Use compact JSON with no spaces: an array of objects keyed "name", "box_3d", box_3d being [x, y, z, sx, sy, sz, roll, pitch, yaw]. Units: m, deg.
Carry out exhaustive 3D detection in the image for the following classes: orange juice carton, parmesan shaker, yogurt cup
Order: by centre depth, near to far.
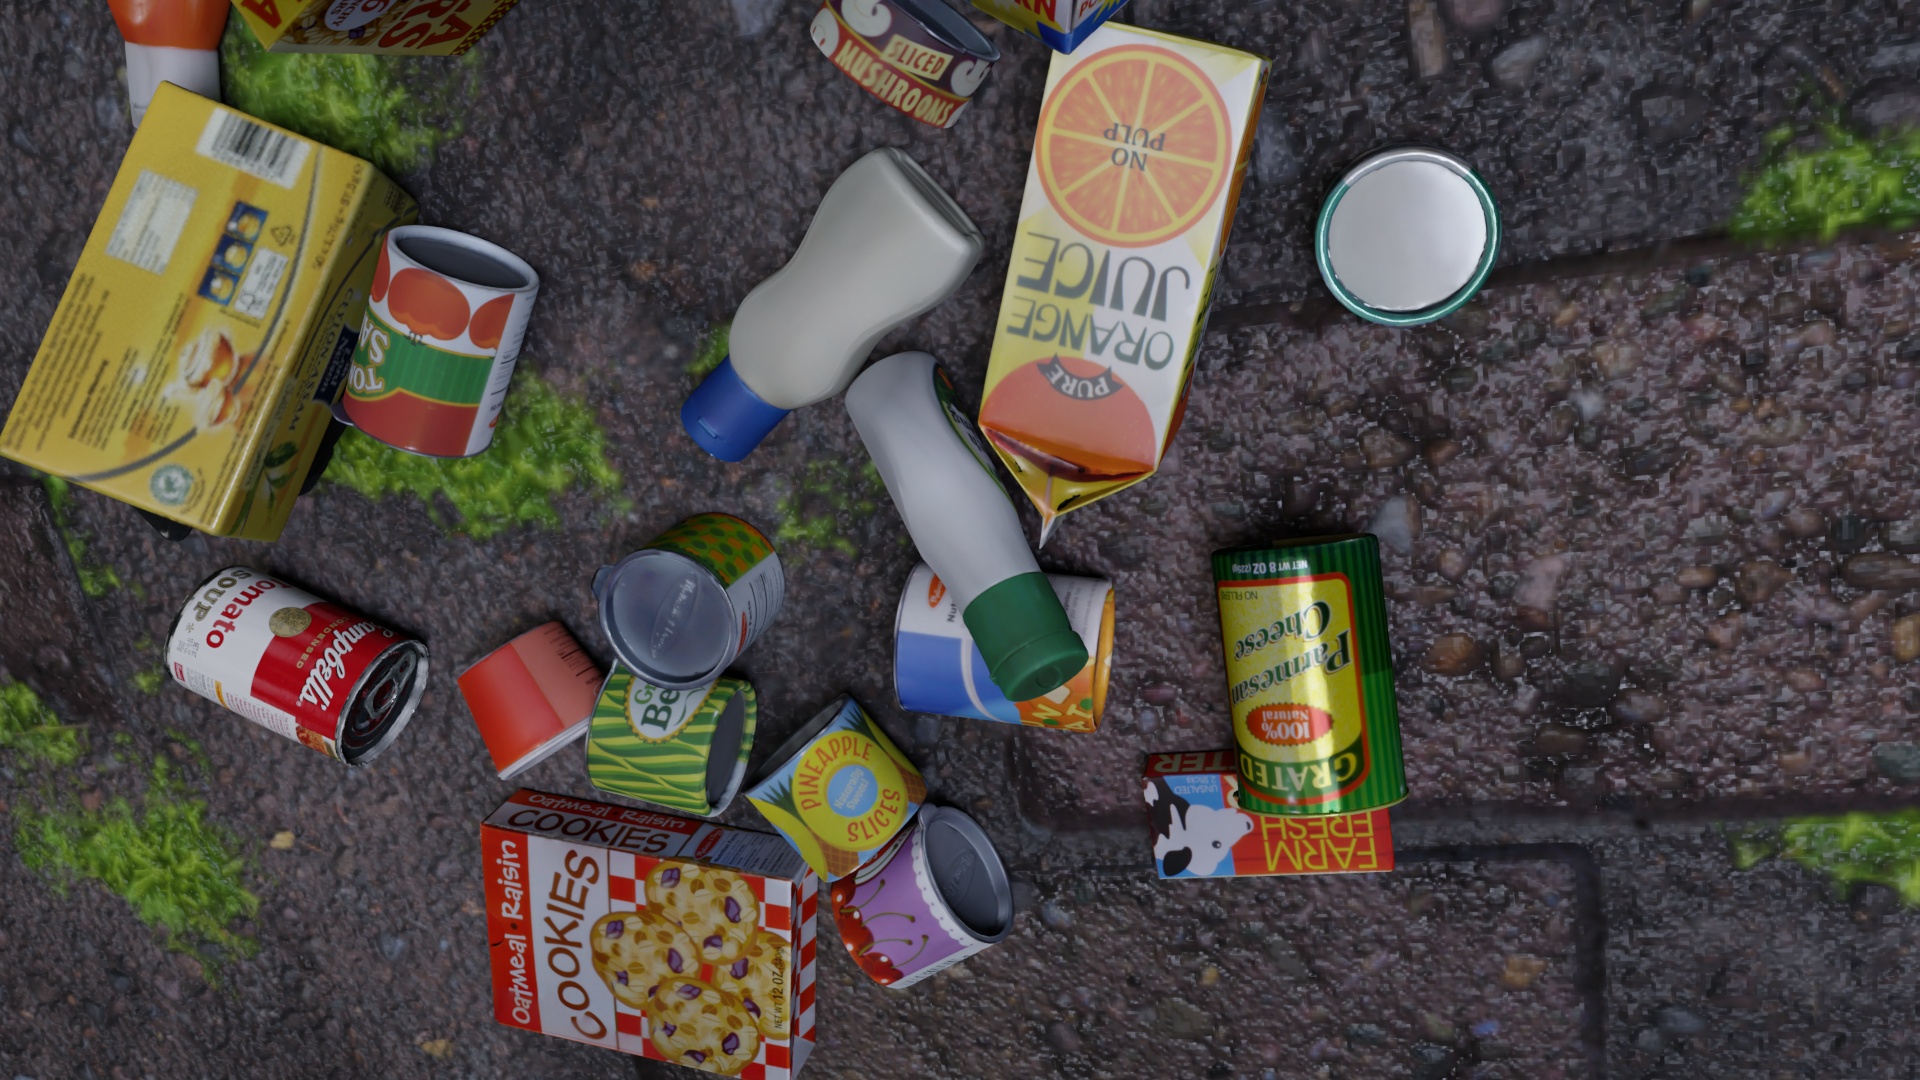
[{"name":"orange juice carton","box_3d":[0.059,-0.095,0.532,0.073,0.072,0.191,16,111,10]},{"name":"parmesan shaker","box_3d":[0.135,0.052,0.551,0.071,0.071,0.103,-7,91,17]},{"name":"yogurt cup","box_3d":[-0.203,0.074,0.665,0.072,0.072,0.054,-33,89,22]}]

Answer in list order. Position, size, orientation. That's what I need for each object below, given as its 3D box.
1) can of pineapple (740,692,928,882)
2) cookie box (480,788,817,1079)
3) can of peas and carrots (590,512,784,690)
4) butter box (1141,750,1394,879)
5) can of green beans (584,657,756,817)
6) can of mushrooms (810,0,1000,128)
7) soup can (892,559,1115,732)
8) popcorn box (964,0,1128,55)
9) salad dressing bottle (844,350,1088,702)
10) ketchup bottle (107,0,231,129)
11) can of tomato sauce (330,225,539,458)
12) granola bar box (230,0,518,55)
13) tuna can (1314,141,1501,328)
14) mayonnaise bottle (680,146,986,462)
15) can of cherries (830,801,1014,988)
[{"name":"can of pineapple","box_3d":[-0.056,0.113,0.634,0.071,0.071,0.058,-40,95,23]},{"name":"cookie box","box_3d":[-0.158,0.202,0.707,0.167,0.040,0.122,7,110,13]},{"name":"can of peas and carrots","box_3d":[-0.122,0.025,0.629,0.071,0.059,0.070,5,109,14]},{"name":"butter box","box_3d":[0.135,0.119,0.609,0.103,0.024,0.053,-7,107,17]},{"name":"can of green beans","box_3d":[-0.134,0.091,0.649,0.058,0.071,0.071,11,111,11]},{"name":"can of mushrooms","box_3d":[-0.021,-0.187,0.524,0.071,0.071,0.033,38,115,0]},{"name":"soup can","box_3d":[0.020,0.047,0.594,0.084,0.071,0.071,6,110,13]},{"name":"popcorn box","box_3d":[0.013,-0.230,0.478,0.127,0.085,0.038,34,154,17]},{"name":"salad dressing bottle","box_3d":[0.002,-0.007,0.554,0.044,0.064,0.148,-28,66,2]},{"name":"ketchup bottle","box_3d":[-0.346,-0.254,0.604,0.065,0.044,0.148,12,111,12]},{"name":"can of tomato sauce","box_3d":[-0.232,-0.089,0.615,0.071,0.071,0.082,27,112,5]},{"name":"granola bar box","box_3d":[-0.178,-0.248,0.517,0.165,0.125,0.039,-32,97,22]},{"name":"tuna can","box_3d":[0.166,-0.112,0.519,0.071,0.033,0.070,5,109,14]},{"name":"mayonnaise bottle","box_3d":[-0.060,-0.093,0.583,0.065,0.041,0.147,47,114,-2]},{"name":"can of cherries","box_3d":[-0.019,0.163,0.644,0.058,0.072,0.071,-33,97,24]}]
